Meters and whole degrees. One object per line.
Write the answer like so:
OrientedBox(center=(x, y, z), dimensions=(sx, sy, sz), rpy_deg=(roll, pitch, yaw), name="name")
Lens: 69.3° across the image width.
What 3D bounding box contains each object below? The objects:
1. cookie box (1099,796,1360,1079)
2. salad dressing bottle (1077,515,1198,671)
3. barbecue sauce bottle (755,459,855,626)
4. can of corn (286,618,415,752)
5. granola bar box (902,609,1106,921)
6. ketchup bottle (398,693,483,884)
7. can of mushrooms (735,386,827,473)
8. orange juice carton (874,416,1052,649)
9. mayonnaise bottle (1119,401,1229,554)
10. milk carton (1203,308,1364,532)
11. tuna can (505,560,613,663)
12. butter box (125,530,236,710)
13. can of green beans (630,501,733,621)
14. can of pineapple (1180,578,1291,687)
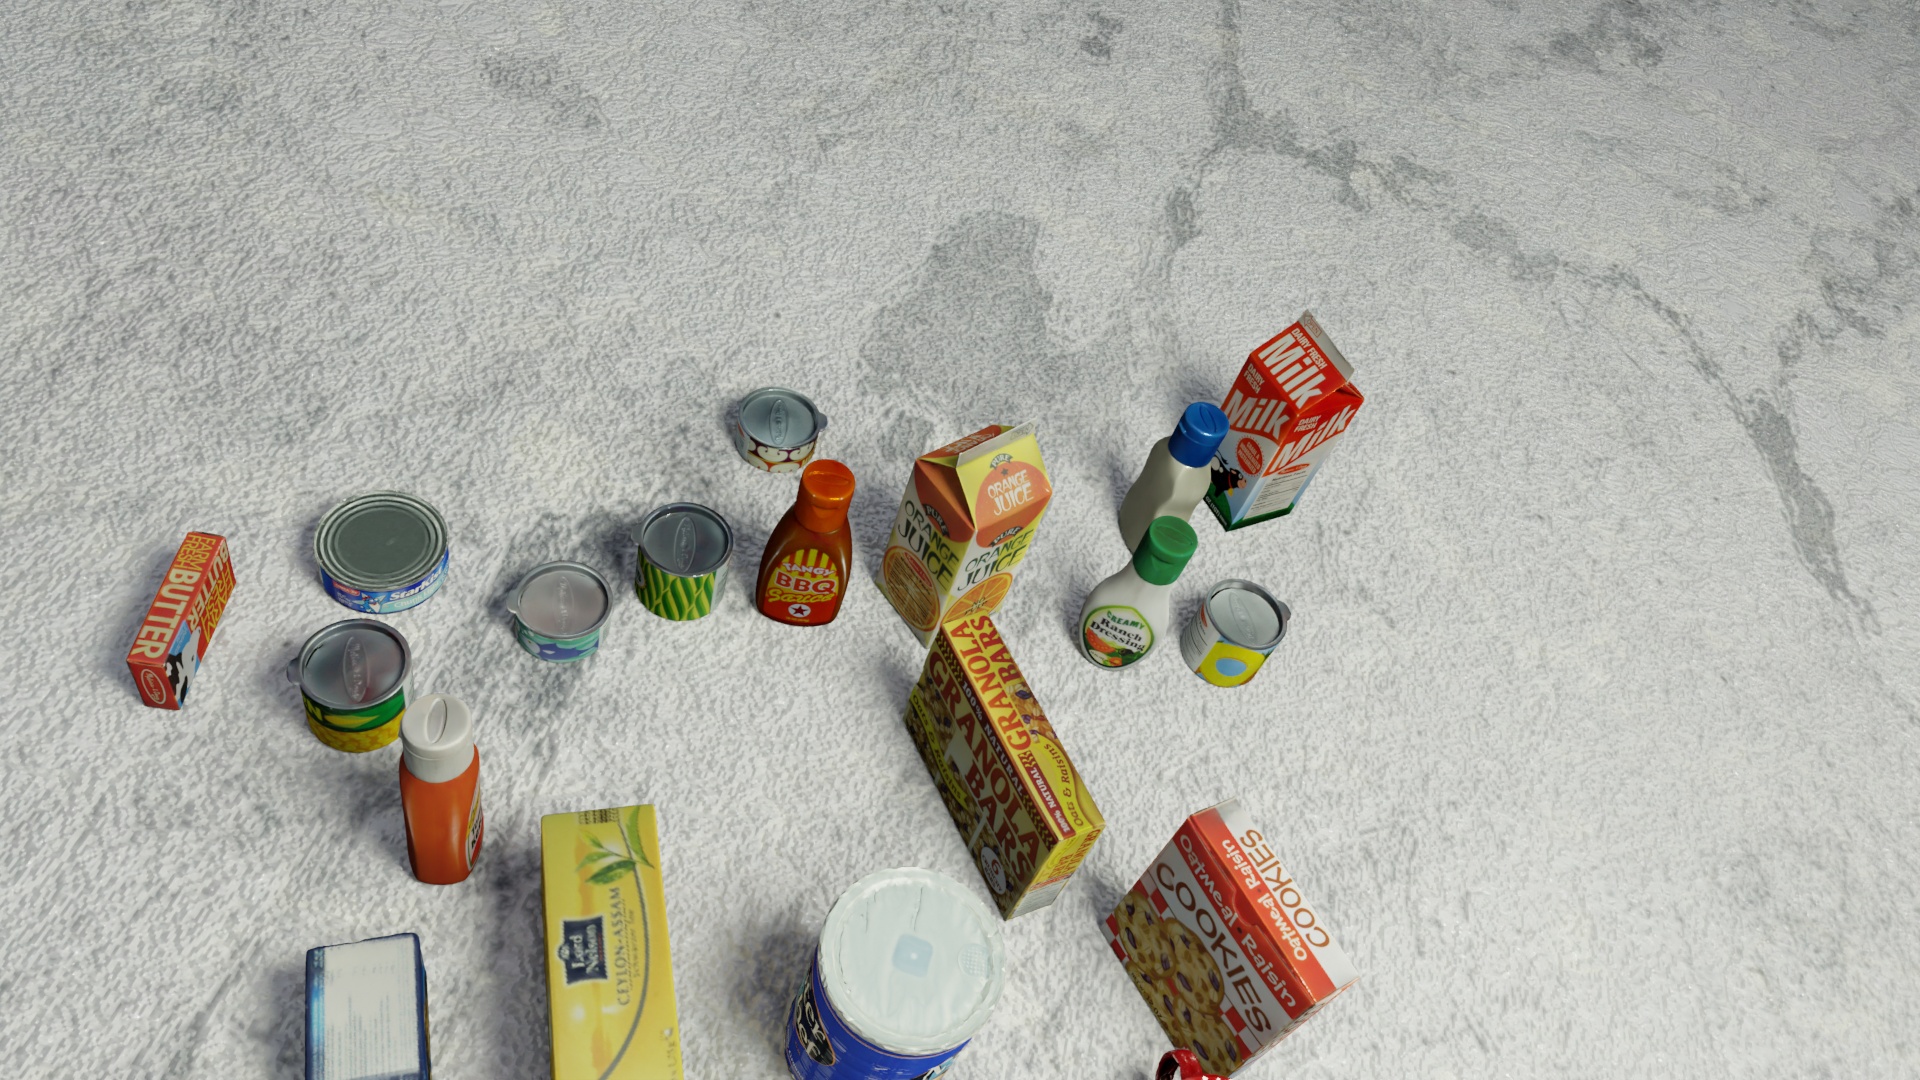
OrientedBox(center=(0.157, 0.250, 0.847), dimensions=(0.040, 0.166, 0.123), rpy_deg=(-18, 60, -29), name="cookie box")
OrientedBox(center=(0.131, 0.039, 1.020), dimensions=(0.064, 0.146, 0.044), rpy_deg=(26, 50, 4), name="salad dressing bottle")
OrientedBox(center=(-0.104, 0.003, 0.975), dimensions=(0.065, 0.147, 0.044), rpy_deg=(9, 51, -10), name="barbecue sauce bottle")
OrientedBox(center=(-0.382, 0.093, 0.876), dimensions=(0.071, 0.058, 0.071), rpy_deg=(9, 51, -11), name="can of corn")
OrientedBox(center=(0.023, 0.149, 0.914), dimensions=(0.039, 0.123, 0.166), rpy_deg=(-14, 58, -26), name="granola bar box")
OrientedBox(center=(-0.300, 0.141, 0.803), dimensions=(0.043, 0.148, 0.065), rpy_deg=(4, 52, -14), name="ketchup bottle")
OrientedBox(center=(-0.144, -0.088, 1.111), dimensions=(0.071, 0.033, 0.071), rpy_deg=(9, 51, -11), name="can of mushrooms")
OrientedBox(center=(0.004, -0.012, 0.992), dimensions=(0.072, 0.191, 0.073), rpy_deg=(-26, 64, -32), name="orange juice carton")
OrientedBox(center=(0.169, -0.047, 1.101), dimensions=(0.041, 0.147, 0.065), rpy_deg=(-3, 54, -20), name="mayonnaise bottle")
OrientedBox(center=(0.263, -0.098, 1.143), dimensions=(0.074, 0.189, 0.072), rpy_deg=(-14, 58, -26), name="milk carton")
OrientedBox(center=(-0.277, 0.050, 0.960), dimensions=(0.071, 0.032, 0.071), rpy_deg=(9, 51, -11), name="tuna can")
OrientedBox(center=(-0.492, 0.050, 0.880), dimensions=(0.024, 0.052, 0.104), rpy_deg=(10, 50, -10), name="butter box")
OrientedBox(center=(-0.199, 0.016, 0.995), dimensions=(0.071, 0.057, 0.071), rpy_deg=(9, 51, -11), name="can of green beans")
OrientedBox(center=(0.213, 0.073, 1.077), dimensions=(0.071, 0.057, 0.071), rpy_deg=(9, 51, -11), name="can of pineapple")
